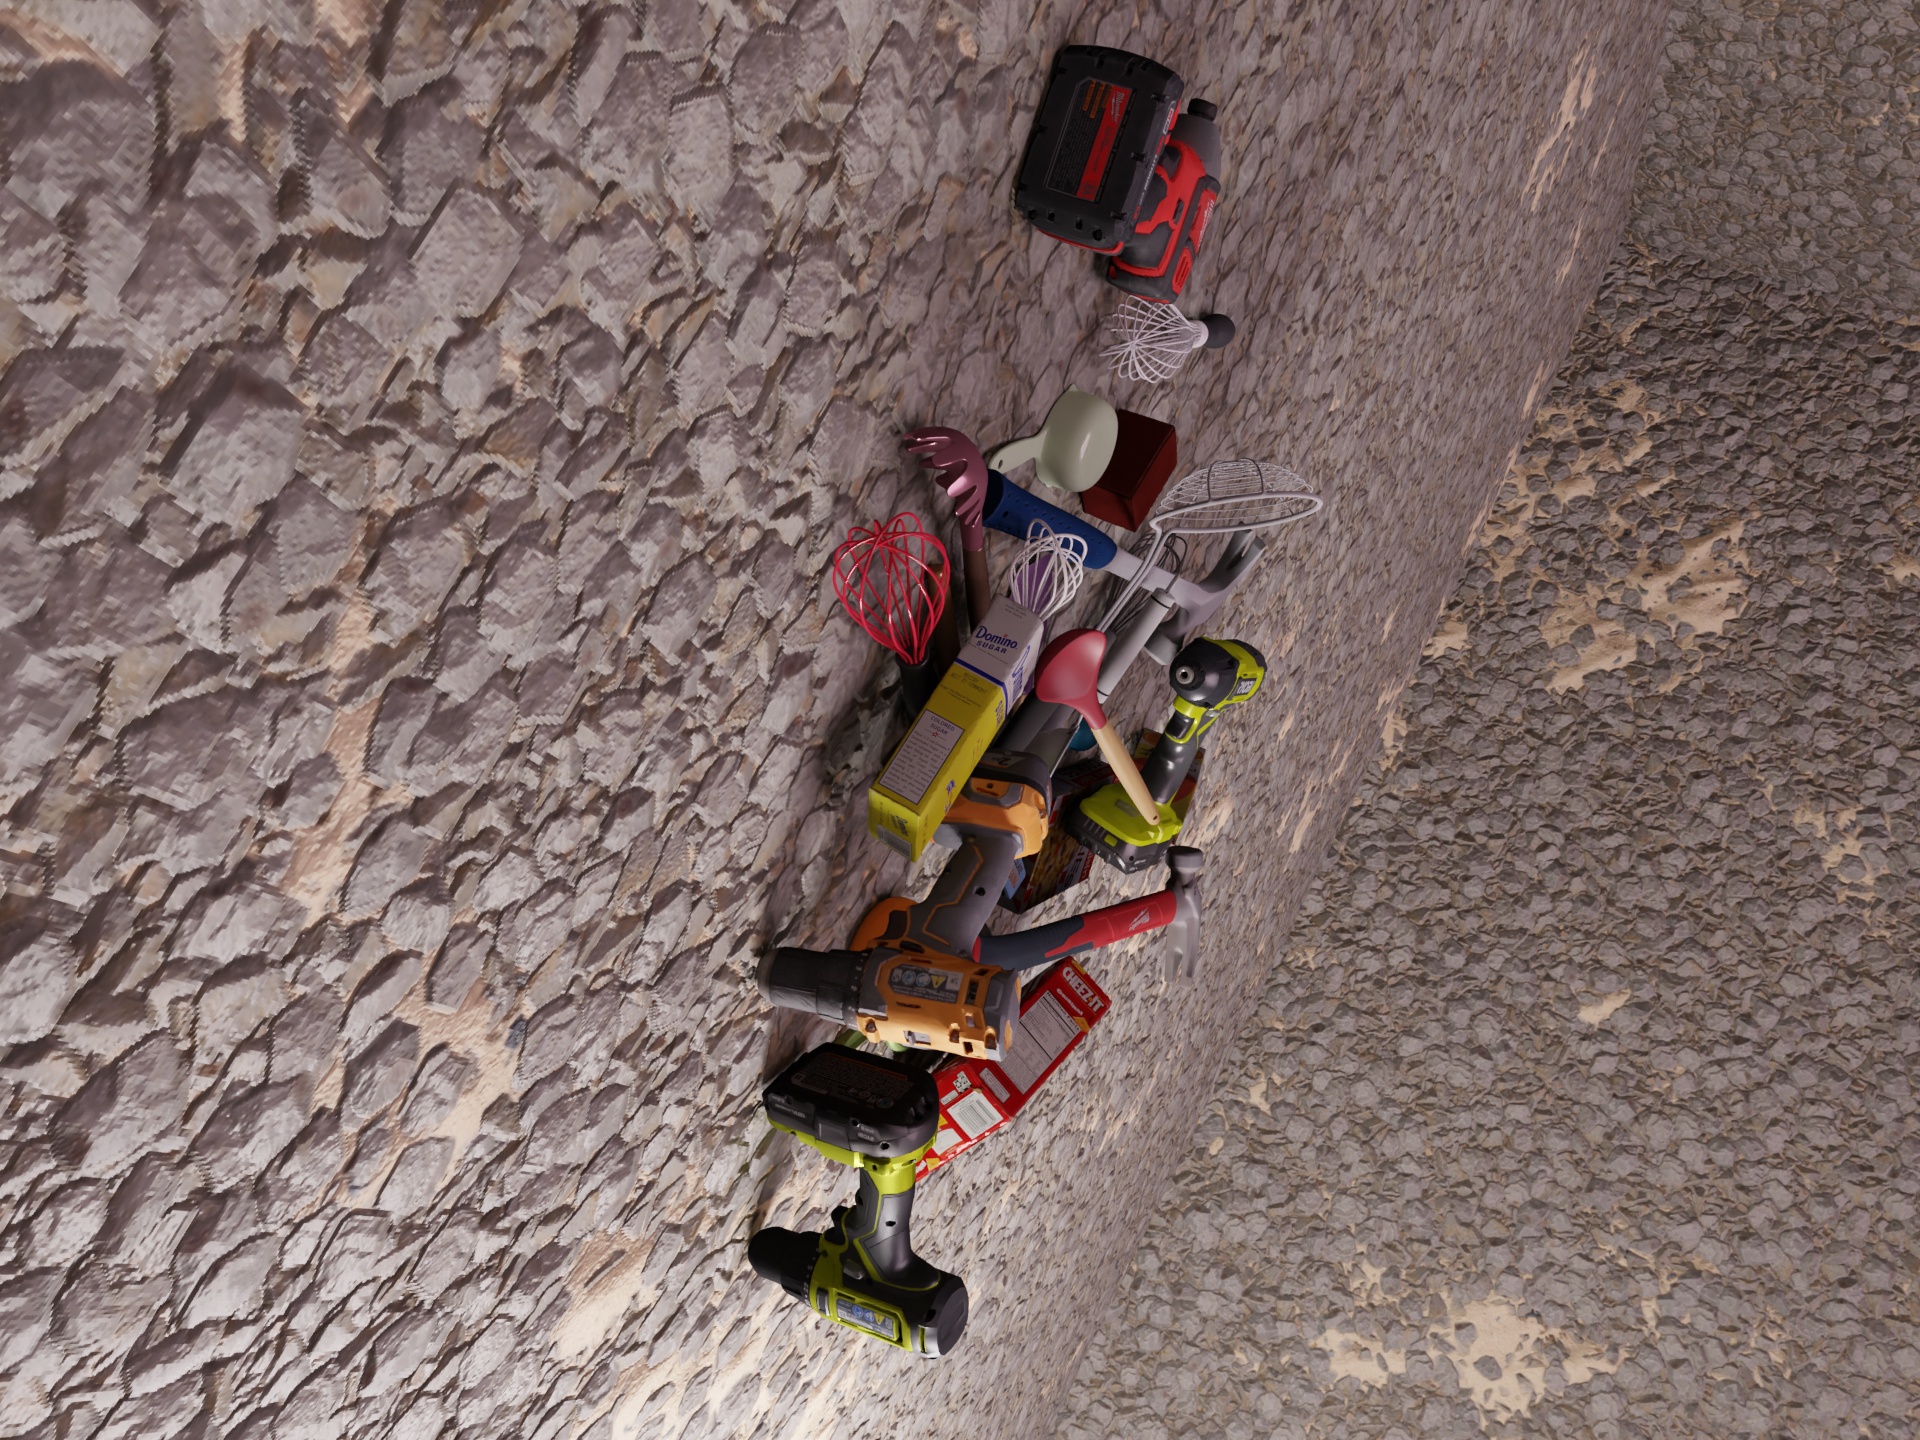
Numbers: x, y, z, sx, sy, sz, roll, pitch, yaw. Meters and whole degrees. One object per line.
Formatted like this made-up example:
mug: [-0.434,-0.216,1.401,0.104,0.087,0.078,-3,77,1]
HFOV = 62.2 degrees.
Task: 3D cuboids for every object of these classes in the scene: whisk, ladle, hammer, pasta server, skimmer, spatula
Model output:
whisk: [0.182,-0.315,1.299,0.284,0.070,0.070,-32,140,-61]
whisk: [0.133,-0.078,1.439,0.239,0.055,0.055,-56,156,-15]
ladle: [0.121,0.013,1.294,0.069,0.031,0.315,-39,144,-3]
hammer: [0.112,0.211,1.467,0.386,0.038,0.143,-6,102,-51]
hammer: [0.123,-0.134,1.268,0.144,0.035,0.405,-49,152,16]
pasta server: [0.004,-0.106,1.114,0.040,0.060,0.316,-31,156,-11]
whisk: [-0.035,-0.053,1.069,0.073,0.073,0.295,-59,164,-18]
skimmer: [0.136,-0.064,1.251,0.127,0.090,0.363,-1,134,-51]
whisk: [0.051,-0.074,1.195,0.058,0.059,0.246,-20,159,-16]
spatula: [0.051,-0.006,1.359,0.060,0.018,0.315,-36,144,-34]

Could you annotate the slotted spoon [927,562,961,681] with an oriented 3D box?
slotted spoon: [-0.002,-0.004,1.223,0.313,0.031,0.070,82,7,-48]

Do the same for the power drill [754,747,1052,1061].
power drill: [-0.034,0.125,1.144,0.084,0.185,0.226,81,20,-54]

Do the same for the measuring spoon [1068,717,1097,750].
measuring spoon: [0.104,0.029,1.507,0.128,0.021,0.042,-37,144,-52]

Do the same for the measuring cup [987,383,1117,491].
measuring cup: [0.071,-0.198,1.179,0.167,0.038,0.083,-34,142,-56]

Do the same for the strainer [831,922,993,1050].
strainer: [-0.026,0.250,1.373,0.256,0.069,0.151,-27,136,-60]

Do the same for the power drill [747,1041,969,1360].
power drill: [-0.090,0.374,1.241,0.080,0.191,0.228,-33,127,-53]

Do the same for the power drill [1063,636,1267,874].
power drill: [0.191,0.026,1.472,0.223,0.080,0.171,-62,159,15]

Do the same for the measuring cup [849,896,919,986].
measuring cup: [-0.031,0.164,1.300,0.174,0.052,0.095,-45,150,-46]

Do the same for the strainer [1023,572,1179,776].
strainer: [0.109,-0.018,1.340,0.258,0.050,0.087,-56,178,15]

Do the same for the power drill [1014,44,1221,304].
power drill: [0.123,-0.372,1.080,0.219,0.078,0.143,-11,122,-67]
